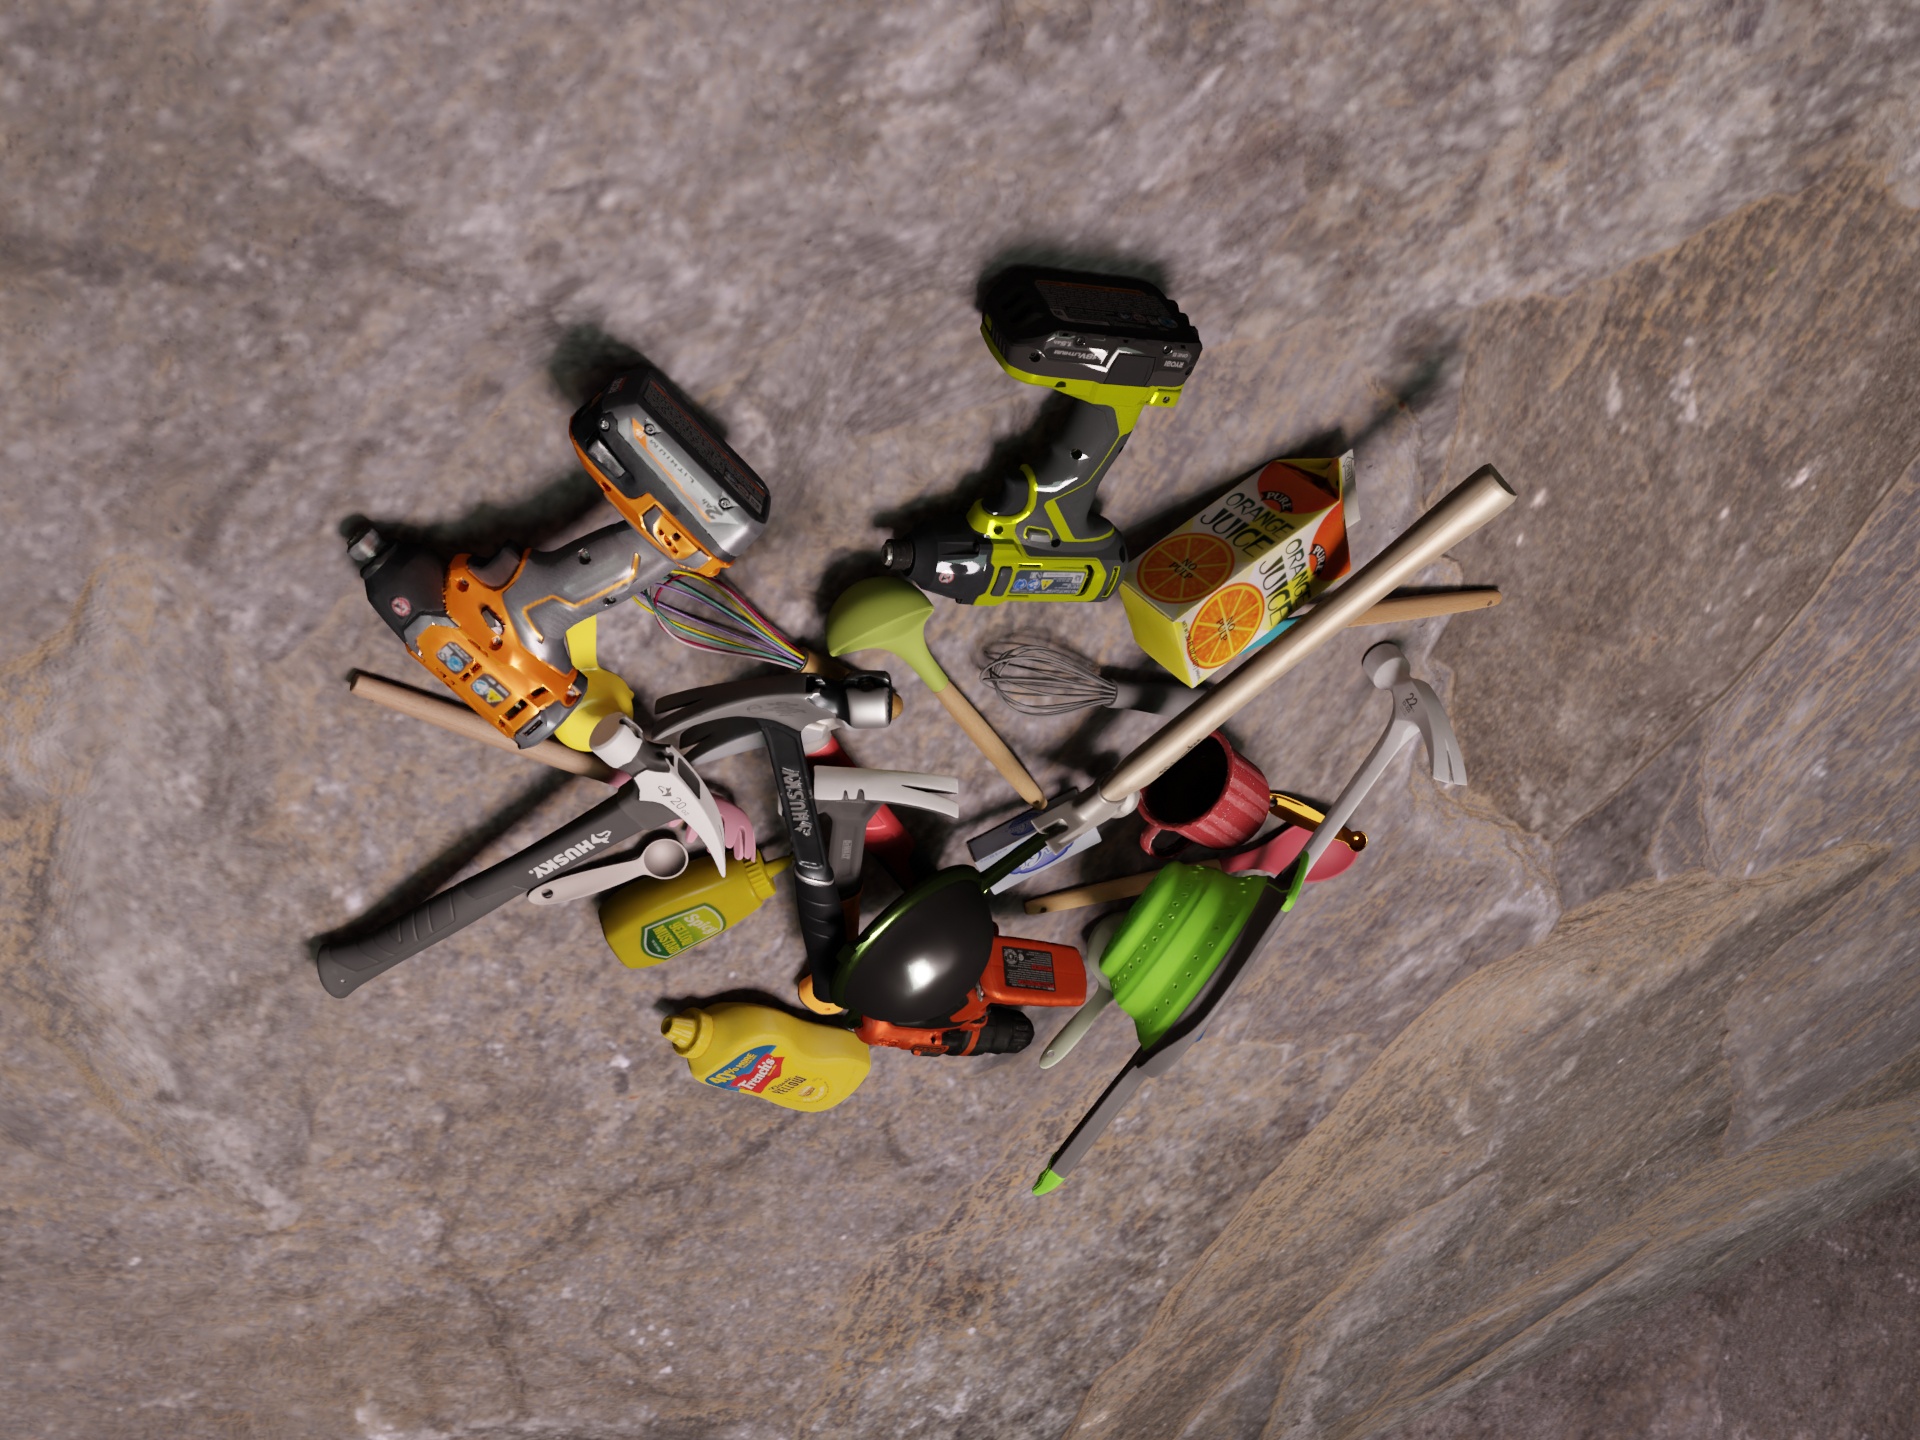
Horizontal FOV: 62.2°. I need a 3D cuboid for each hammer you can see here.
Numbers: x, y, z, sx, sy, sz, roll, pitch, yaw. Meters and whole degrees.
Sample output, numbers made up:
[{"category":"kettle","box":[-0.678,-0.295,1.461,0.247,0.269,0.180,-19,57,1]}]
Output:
[{"category":"hammer","box":[-0.318,0.117,1.117,0.335,0.035,0.146,-28,130,17]},{"category":"hammer","box":[-0.085,0.142,1.235,0.127,0.034,0.336,3,143,-8]},{"category":"hammer","box":[-0.070,0.099,1.237,0.143,0.038,0.385,-16,142,14]},{"category":"hammer","box":[0.217,-0.037,1.137,0.410,0.038,0.146,-42,170,29]},{"category":"hammer","box":[0.291,0.133,1.366,0.035,0.144,0.405,12,124,-26]},{"category":"hammer","box":[-0.110,0.098,1.116,0.149,0.036,0.408,-1,144,1]}]

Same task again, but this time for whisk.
[{"category":"whisk","box":[-0.124,-0.049,1.087,0.244,0.051,0.047,27,110,-43]},{"category":"whisk","box":[0.117,-0.024,1.219,0.238,0.055,0.055,6,128,-34]}]

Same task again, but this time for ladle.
[{"category":"ladle","box":[-0.002,-0.004,1.175,0.078,0.062,0.319,-25,140,14]},{"category":"ladle","box":[0.207,0.138,1.422,0.315,0.031,0.069,-10,120,-13]}]

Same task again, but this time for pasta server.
[{"category":"pasta server","box":[-0.271,0.035,1.100,0.316,0.060,0.040,24,76,-36]}]

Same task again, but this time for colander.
[{"category":"colander","box":[0.139,0.245,1.338,0.094,0.204,0.397,36,115,6]}]

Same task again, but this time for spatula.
[{"category":"spatula","box":[0.298,-0.090,1.256,0.317,0.044,0.082,-7,131,-25]}]

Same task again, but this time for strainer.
[{"category":"strainer","box":[0.017,0.157,1.232,0.256,0.069,0.151,-35,156,-20]}]

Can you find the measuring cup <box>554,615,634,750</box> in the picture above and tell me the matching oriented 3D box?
[{"category":"measuring cup","box":[-0.246,-0.040,1.045,0.062,0.029,0.156,-10,135,-16]}]

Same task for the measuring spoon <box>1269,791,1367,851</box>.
[{"category":"measuring spoon","box":[0.313,0.089,1.415,0.116,0.011,0.021,24,95,-17]}]

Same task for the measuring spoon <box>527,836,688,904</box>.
[{"category":"measuring spoon","box":[-0.265,0.113,1.195,0.124,0.018,0.034,-17,116,0]}]

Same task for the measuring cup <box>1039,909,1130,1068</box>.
[{"category":"measuring cup","box":[0.120,0.237,1.410,0.167,0.083,0.038,-47,134,-16]}]

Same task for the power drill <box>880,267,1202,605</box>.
[{"category":"power drill","box":[0.051,-0.171,1.029,0.171,0.080,0.223,-1,134,-25]}]

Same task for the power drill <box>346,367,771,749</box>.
[{"category":"power drill","box":[-0.243,-0.103,0.945,0.226,0.084,0.164,-38,114,17]}]
